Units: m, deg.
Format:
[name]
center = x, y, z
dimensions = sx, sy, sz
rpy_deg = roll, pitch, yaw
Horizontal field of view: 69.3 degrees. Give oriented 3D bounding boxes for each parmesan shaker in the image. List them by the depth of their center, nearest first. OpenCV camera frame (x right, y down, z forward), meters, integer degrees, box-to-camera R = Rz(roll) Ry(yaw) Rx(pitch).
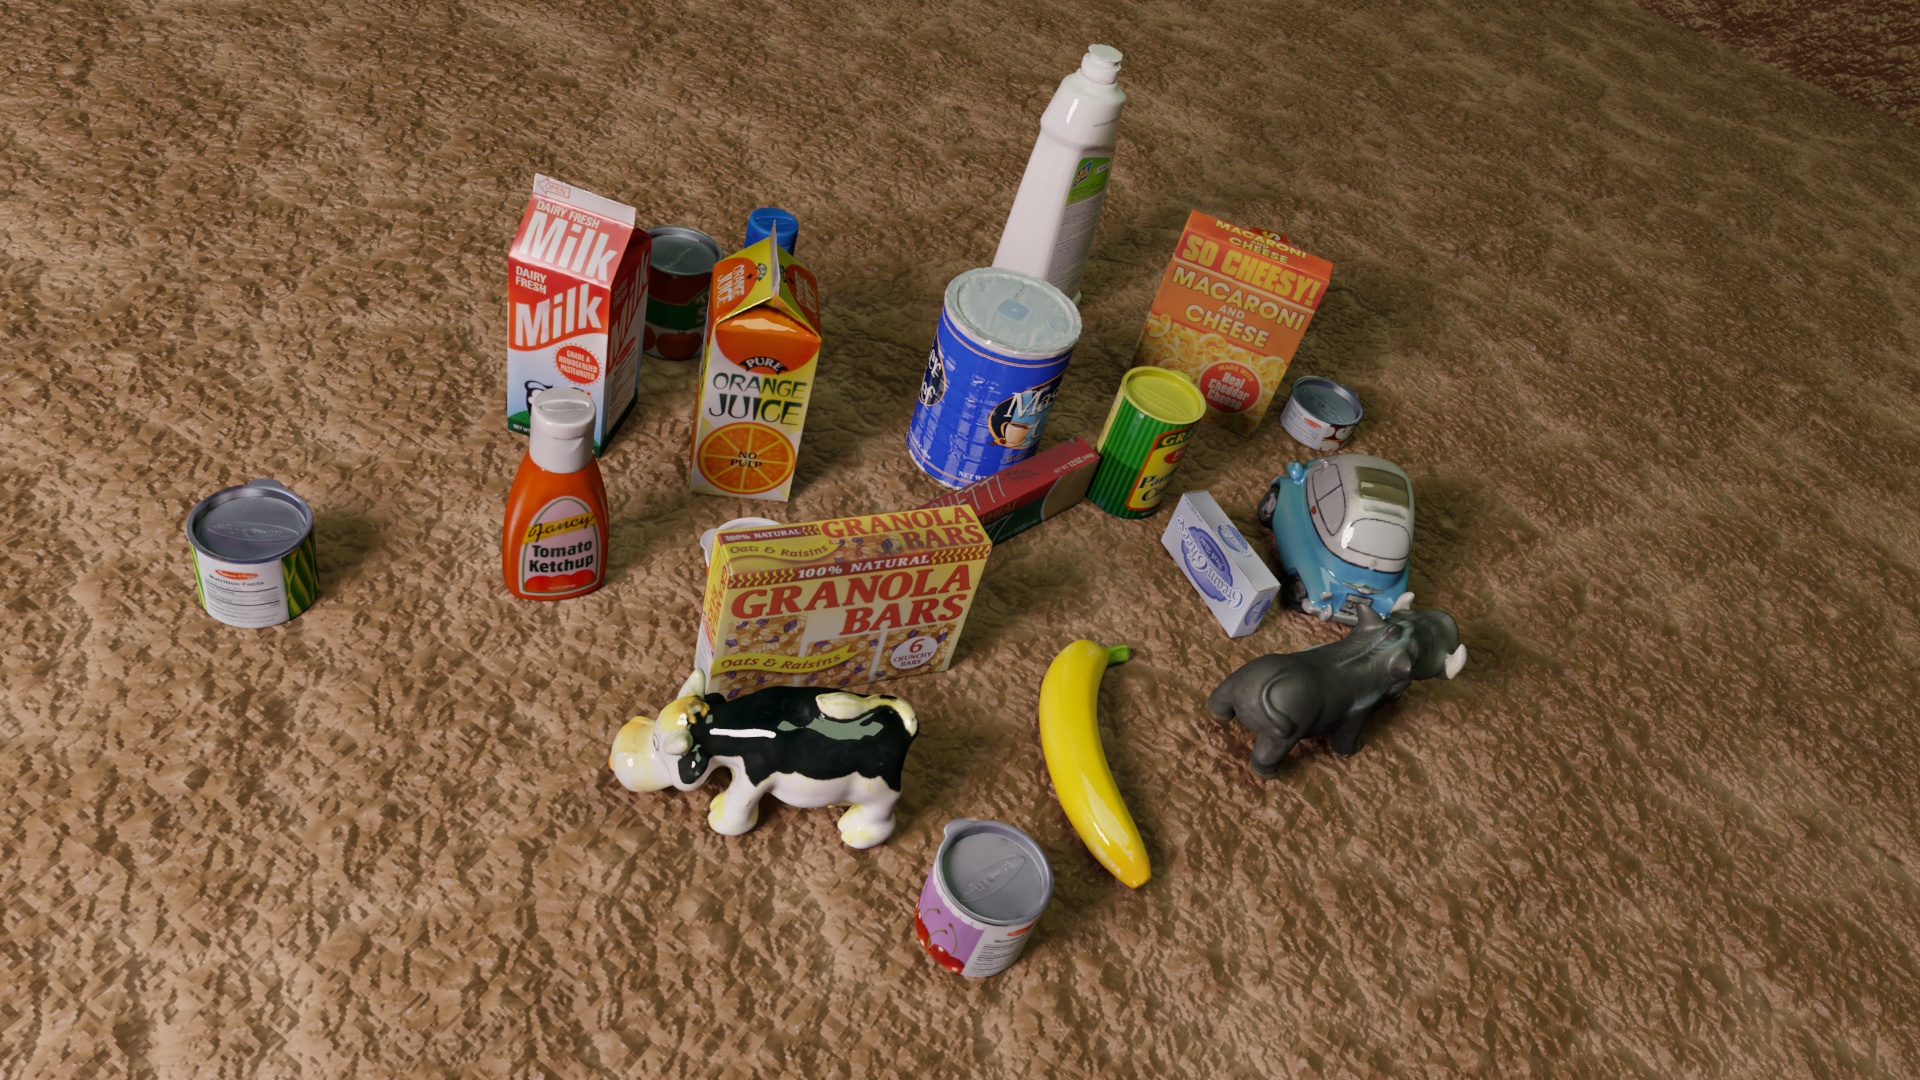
[parmesan shaker]
center = 0.142, -0.075, 1.071
dimensions = 0.071, 0.102, 0.072
rpy_deg = 10, 43, -9

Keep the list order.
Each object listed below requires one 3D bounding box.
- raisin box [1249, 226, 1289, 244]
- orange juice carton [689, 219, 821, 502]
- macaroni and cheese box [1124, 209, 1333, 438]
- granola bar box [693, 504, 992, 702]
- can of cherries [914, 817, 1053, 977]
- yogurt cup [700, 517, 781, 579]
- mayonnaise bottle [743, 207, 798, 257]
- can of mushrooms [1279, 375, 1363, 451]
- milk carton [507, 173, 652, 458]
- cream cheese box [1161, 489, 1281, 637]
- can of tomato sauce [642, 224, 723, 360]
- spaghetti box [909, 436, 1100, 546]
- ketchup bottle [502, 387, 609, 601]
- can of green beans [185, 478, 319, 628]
[raisin box]
center = 0.256, -0.200, 1.227
dimensions = 0.040, 0.122, 0.086
rpy_deg = 10, 43, -10
[orange juice carton]
center = -0.140, -0.121, 0.955
dimensions = 0.073, 0.191, 0.072
rpy_deg = 5, 44, -14
[macaroni and cheese box]
center = 0.219, -0.179, 1.160
dimensions = 0.124, 0.165, 0.040
rpy_deg = 22, 42, 3
[granola bar box]
center = -0.075, 0.040, 0.860
dimensions = 0.166, 0.123, 0.039
rpy_deg = -7, 48, -25
[can of cherries]
center = 0.011, 0.198, 0.774
dimensions = 0.071, 0.058, 0.072
rpy_deg = 10, 43, -9
[yogurt cup]
center = -0.135, 0.027, 0.905
dimensions = 0.072, 0.053, 0.073
rpy_deg = 10, 43, -9
[mayonnaise bottle]
center = -0.151, -0.178, 1.043
dimensions = 0.065, 0.147, 0.041
rpy_deg = -7, 48, -25
[can of mushrooms]
center = 0.319, -0.112, 1.224
dimensions = 0.071, 0.033, 0.071
rpy_deg = 10, 43, -9
[milk carton]
center = -0.262, -0.157, 0.952
dimensions = 0.072, 0.189, 0.074
rpy_deg = 19, 42, 0
[cream cheese box]
center = 0.192, 0.017, 1.030
dimensions = 0.024, 0.053, 0.104
rpy_deg = -10, 49, -28
[can of tomato sauce]
center = -0.221, -0.192, 1.082
dimensions = 0.071, 0.082, 0.071
rpy_deg = 10, 43, -9
[spaghetti box]
center = 0.004, -0.013, 0.997
dimensions = 0.251, 0.049, 0.029
rpy_deg = -26, 58, -38
[ketchup bottle]
center = -0.247, -0.027, 0.852
dimensions = 0.065, 0.148, 0.044
rpy_deg = -7, 48, -25
[can of green beans]
center = -0.417, 0.009, 0.822
dimensions = 0.071, 0.057, 0.071
rpy_deg = 10, 43, -9
